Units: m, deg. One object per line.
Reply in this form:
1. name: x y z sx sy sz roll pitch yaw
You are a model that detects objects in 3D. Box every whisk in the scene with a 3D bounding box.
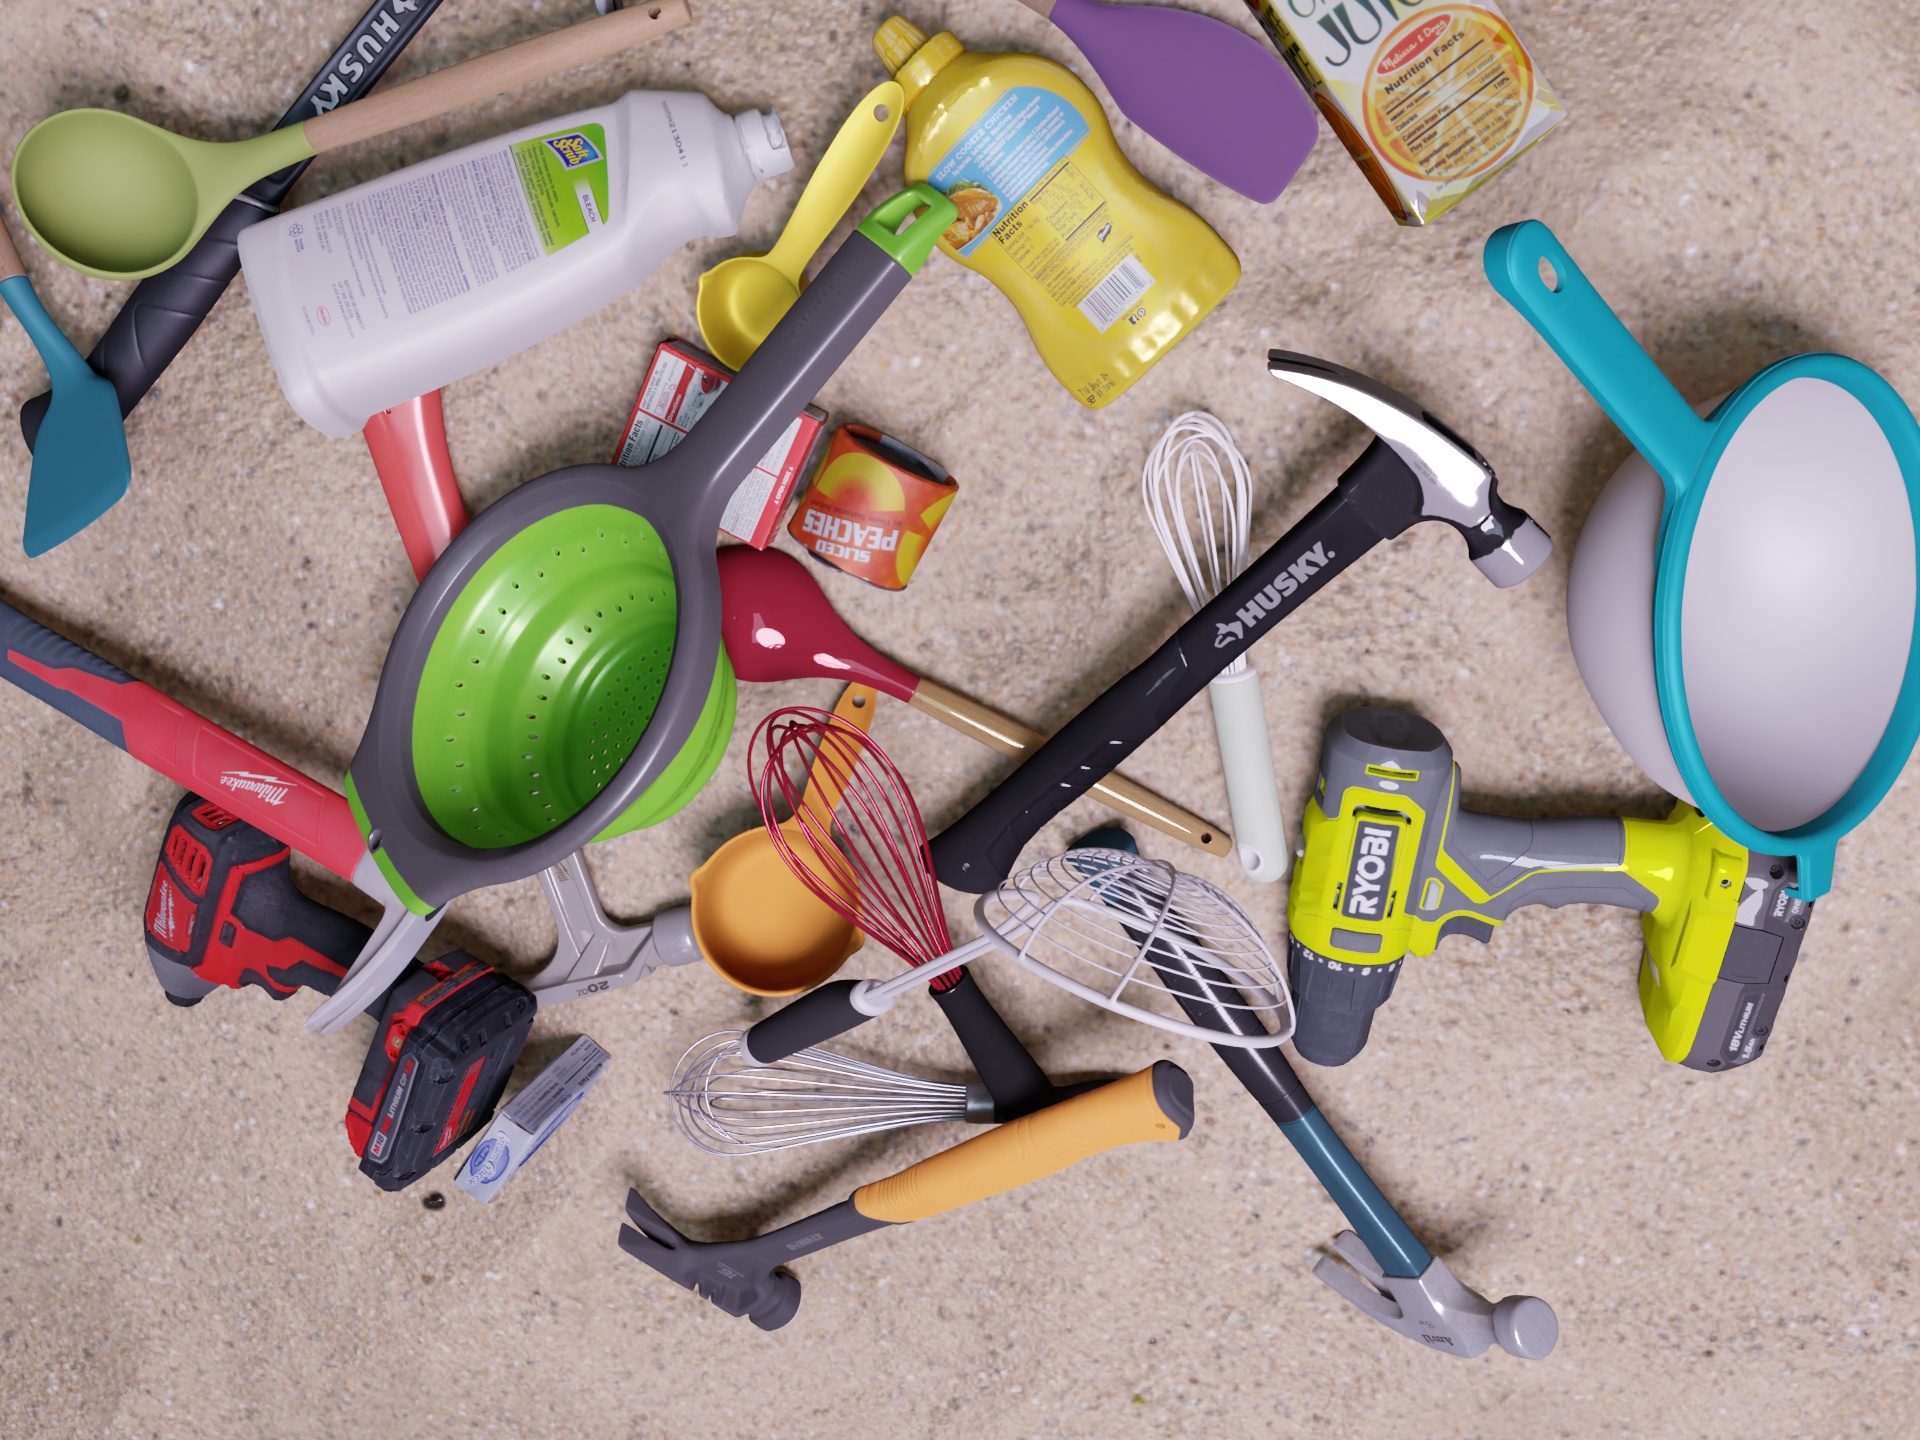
1. whisk: -0.021 0.209 0.871 0.284 0.070 0.070 1 107 2
2. whisk: 0.133 -0.031 0.785 0.058 0.059 0.246 11 121 50
3. whisk: -0.015 0.116 0.797 0.073 0.073 0.295 -26 110 14

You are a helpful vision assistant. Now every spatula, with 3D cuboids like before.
1. spatula: 0.023 -0.338 0.714 0.316 0.018 0.059 32 124 -3
2. spatula: -0.482 -0.238 0.774 0.082 0.044 0.317 -24 93 24

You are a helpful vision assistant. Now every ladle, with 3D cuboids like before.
1. ladle: -0.001 -0.003 0.816 0.315 0.031 0.069 26 91 -4
2. ladle: -0.275 -0.274 0.719 0.320 0.062 0.078 -15 100 8

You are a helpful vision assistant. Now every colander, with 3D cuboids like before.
1. colander: -0.121 -0.072 0.746 0.397 0.094 0.205 -49 53 7

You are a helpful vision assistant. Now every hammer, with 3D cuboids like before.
1. hammer: -0.331 -0.264 0.775 0.409 0.036 0.149 -42 99 17
2. hammer: -0.256 -0.017 0.840 0.149 0.037 0.359 -14 105 11
3. hammer: 0.096 -0.025 0.751 0.146 0.035 0.334 42 117 -10
4. hammer: -0.027 0.243 0.833 0.337 0.034 0.127 -29 124 28
5. hammer: 0.166 0.192 0.826 0.033 0.128 0.331 -38 92 -29
6. hammer: -0.435 0.012 0.823 0.386 0.038 0.143 28 73 9

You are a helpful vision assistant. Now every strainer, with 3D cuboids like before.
1. strainer: 0.292 -0.084 0.672 0.340 0.095 0.211 37 76 -29

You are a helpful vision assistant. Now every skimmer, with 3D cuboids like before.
1. skimmer: -0.007 0.137 0.705 0.127 0.090 0.363 14 151 -32

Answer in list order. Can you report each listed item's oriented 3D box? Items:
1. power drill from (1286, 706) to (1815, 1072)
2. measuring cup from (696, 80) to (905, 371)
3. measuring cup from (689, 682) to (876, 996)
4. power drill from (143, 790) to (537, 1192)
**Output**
1. power drill: 0.277 0.101 0.789 0.228 0.080 0.190 8 114 7
2. measuring cup: -0.068 -0.229 0.740 0.062 0.029 0.156 38 119 -4
3. measuring cup: -0.080 0.059 0.841 0.095 0.052 0.174 21 84 -2
4. power drill: -0.350 0.145 0.864 0.220 0.078 0.143 34 116 11
